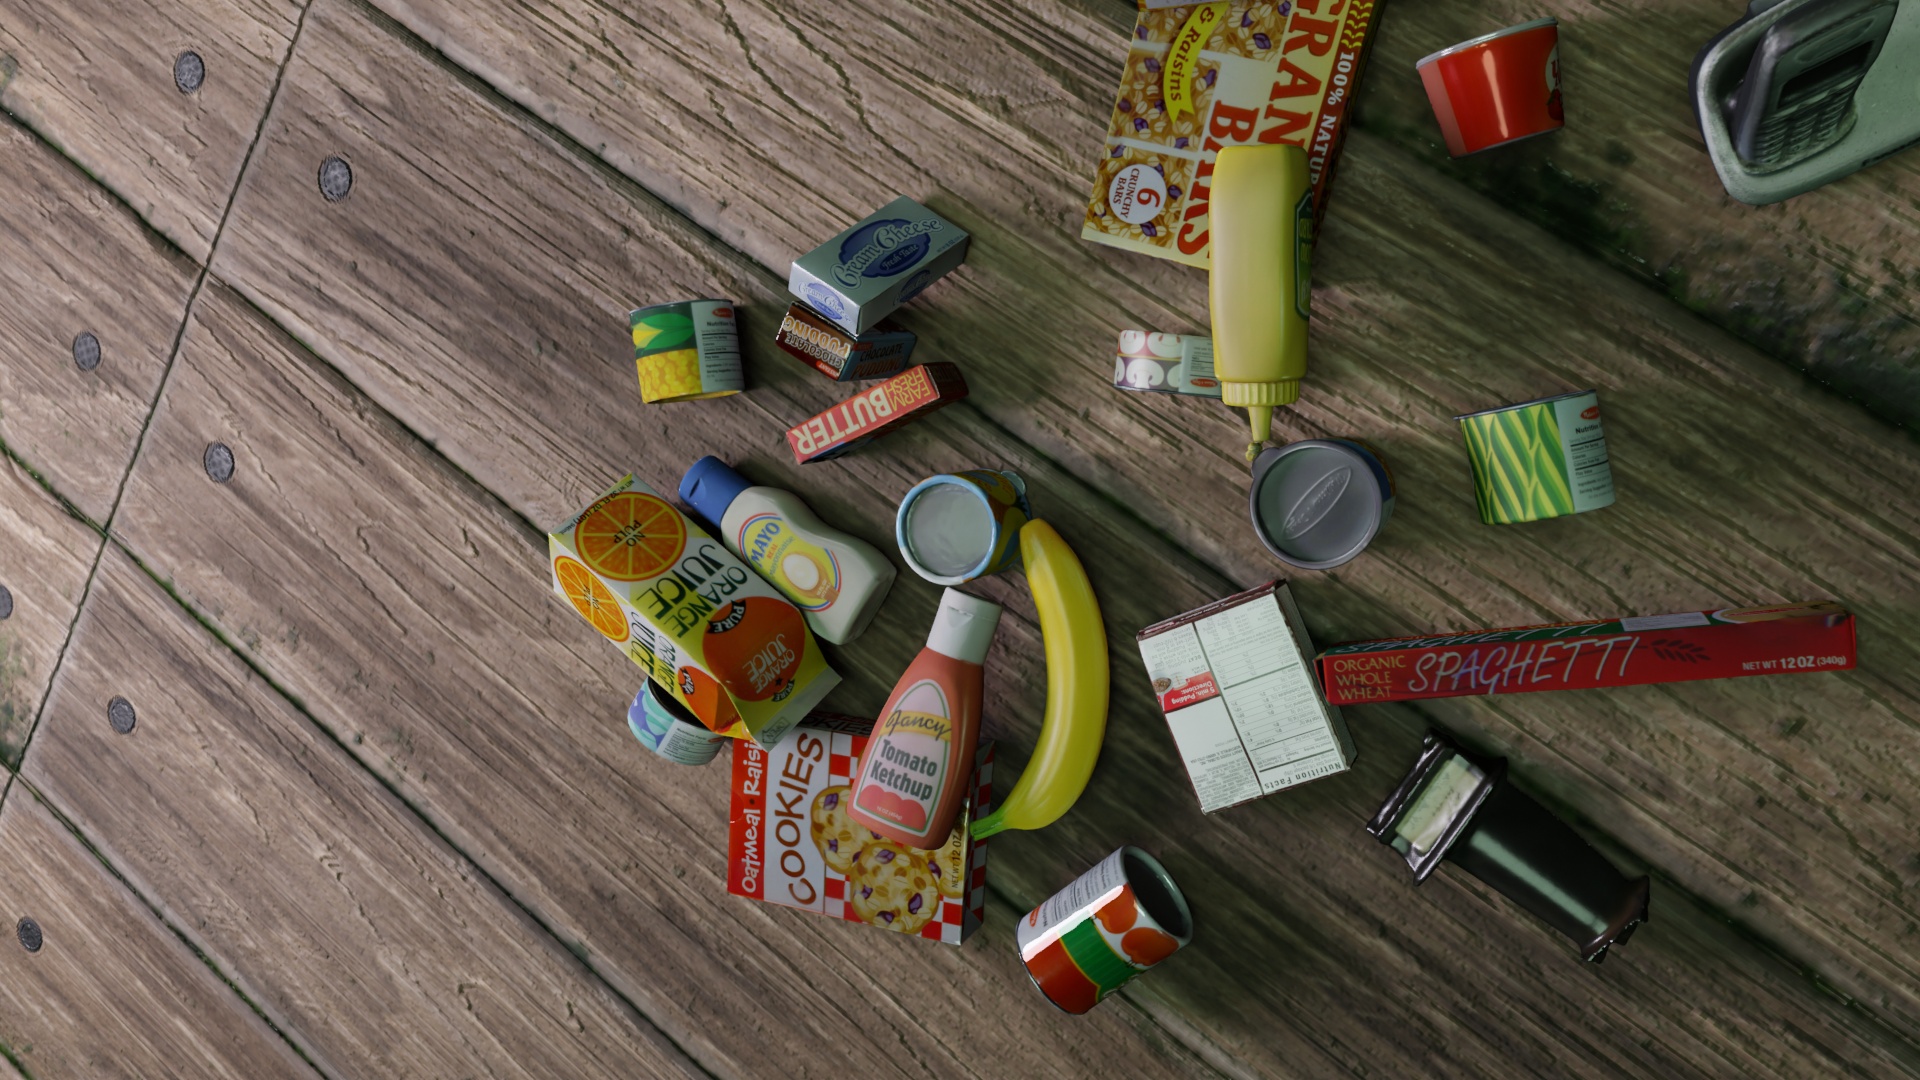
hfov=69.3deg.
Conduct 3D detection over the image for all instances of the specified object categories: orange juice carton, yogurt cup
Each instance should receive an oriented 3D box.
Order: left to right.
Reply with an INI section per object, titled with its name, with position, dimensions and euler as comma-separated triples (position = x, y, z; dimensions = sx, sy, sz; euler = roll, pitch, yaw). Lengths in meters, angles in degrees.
[orange juice carton]
position = -0.168, 0.051, 0.884
dimensions = 0.193, 0.072, 0.072
euler = 38, 147, 14
[yogurt cup]
position = 0.269, -0.225, 0.698
dimensions = 0.072, 0.072, 0.054
euler = -13, 99, 23

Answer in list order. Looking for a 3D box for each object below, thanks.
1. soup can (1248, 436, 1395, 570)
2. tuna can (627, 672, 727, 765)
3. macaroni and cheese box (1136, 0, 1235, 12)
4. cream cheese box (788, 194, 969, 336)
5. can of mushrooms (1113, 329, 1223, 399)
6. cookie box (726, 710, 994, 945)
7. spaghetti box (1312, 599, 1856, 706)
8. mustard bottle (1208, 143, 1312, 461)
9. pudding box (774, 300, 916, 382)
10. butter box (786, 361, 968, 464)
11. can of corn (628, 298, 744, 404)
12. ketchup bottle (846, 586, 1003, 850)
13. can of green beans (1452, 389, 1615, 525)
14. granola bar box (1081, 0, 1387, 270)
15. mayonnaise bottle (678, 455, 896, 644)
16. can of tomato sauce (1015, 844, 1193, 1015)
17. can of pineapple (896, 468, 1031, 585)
[soup can]
position = 0.192, -0.024, 0.738
dimensions = 0.071, 0.084, 0.071
euler = 2, 96, 22
[tuna can]
position = -0.184, 0.113, 0.914
dimensions = 0.071, 0.071, 0.032
euler = 38, 109, 14
[macaroni and cheese box]
position = 0.172, -0.343, 0.710
dimensions = 0.166, 0.040, 0.124
euler = -1, 76, 15
[cream cheese box]
position = -0.047, -0.163, 0.814
dimensions = 0.053, 0.104, 0.024
euler = 35, 141, 17
[can of mushrooms]
position = 0.117, -0.098, 0.771
dimensions = 0.071, 0.071, 0.033
euler = 8, 99, 21
[cookie box]
position = -0.067, 0.177, 0.886
dimensions = 0.167, 0.040, 0.122
euler = 6, 98, 21
[spaghetti box]
position = 0.313, 0.059, 0.716
dimensions = 0.250, 0.050, 0.028
euler = -7, 92, 23
[mustard bottle]
position = 0.155, -0.120, 0.714
dimensions = 0.049, 0.065, 0.159
euler = 3, 103, 24
[pudding box]
position = -0.067, -0.120, 0.833
dimensions = 0.050, 0.084, 0.030
euler = 31, 109, 16
[butter box]
position = -0.050, -0.078, 0.847
dimensions = 0.103, 0.053, 0.024
euler = -24, 89, 22
[can of corn]
position = -0.176, -0.120, 0.886
dimensions = 0.071, 0.071, 0.058
euler = -6, 94, 22
[ketchup bottle]
position = -0.015, 0.103, 0.819
dimensions = 0.065, 0.043, 0.148
euler = 19, 90, 21
[can of green beans]
position = 0.292, -0.042, 0.705
dimensions = 0.071, 0.071, 0.058
euler = -11, 92, 23
[granola bar box]
position = 0.148, -0.231, 0.758
dimensions = 0.124, 0.039, 0.165
euler = 18, 102, 19
[mayonnaise bottle]
position = -0.114, 0.001, 0.887
dimensions = 0.148, 0.041, 0.064
euler = 36, 110, 14
[can of tomato sauce]
position = 0.086, 0.230, 0.817
dimensions = 0.083, 0.071, 0.071
euler = -41, 80, 20
[can of pineapple]
position = 0.003, -0.010, 0.829
dimensions = 0.071, 0.058, 0.071
euler = 2, 96, 22
